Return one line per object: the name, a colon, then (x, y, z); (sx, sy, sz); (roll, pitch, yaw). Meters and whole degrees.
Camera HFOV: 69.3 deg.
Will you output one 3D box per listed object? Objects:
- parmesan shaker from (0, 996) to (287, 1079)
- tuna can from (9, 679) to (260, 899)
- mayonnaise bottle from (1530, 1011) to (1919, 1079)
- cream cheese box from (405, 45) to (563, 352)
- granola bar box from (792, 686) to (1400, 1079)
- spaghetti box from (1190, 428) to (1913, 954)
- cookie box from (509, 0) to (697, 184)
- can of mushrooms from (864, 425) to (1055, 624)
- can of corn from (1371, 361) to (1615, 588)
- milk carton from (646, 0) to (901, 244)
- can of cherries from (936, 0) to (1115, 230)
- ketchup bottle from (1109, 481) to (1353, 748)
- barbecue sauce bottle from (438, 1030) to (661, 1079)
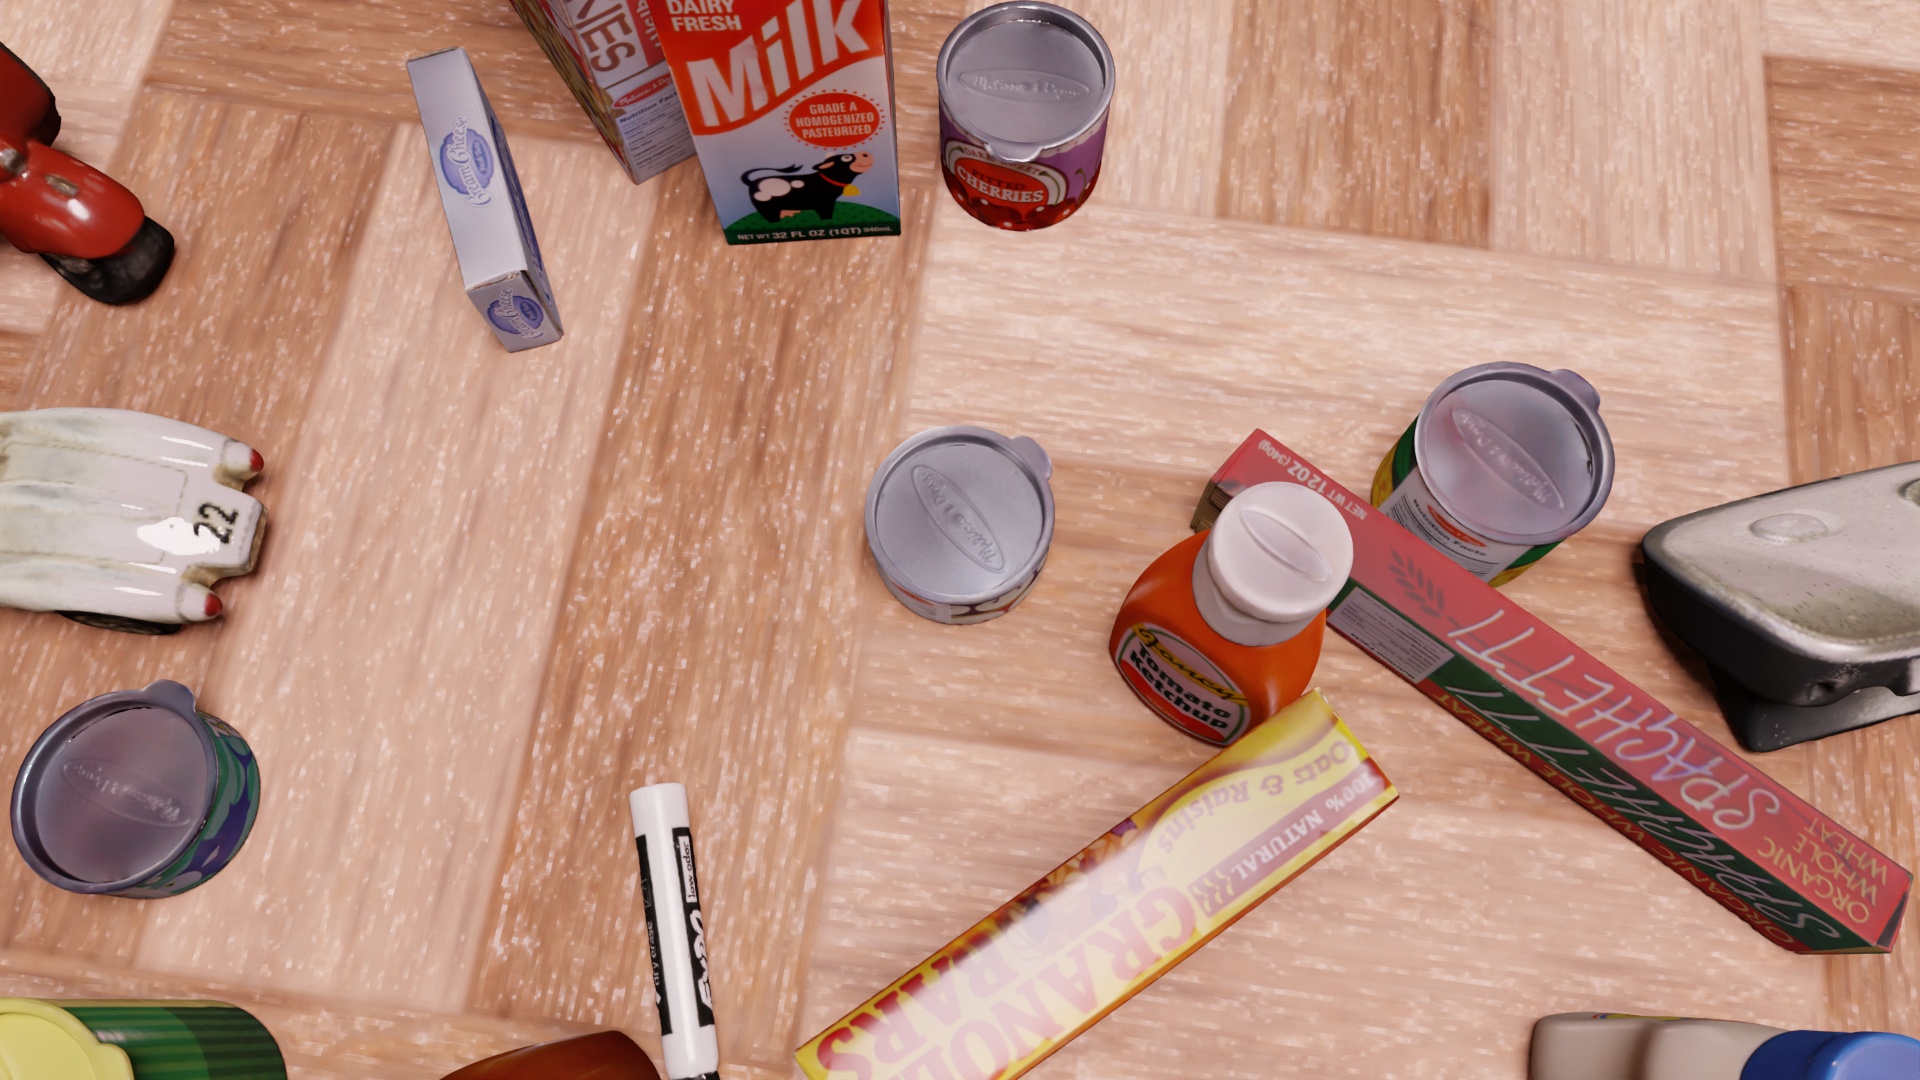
parmesan shaker: (-0.245, 0.165, 0.399); (0.071, 0.102, 0.071); (0, 71, 0)
tuna can: (-0.272, 0.083, 0.464); (0.071, 0.032, 0.071); (0, 71, 0)
mayonnaise bottle: (0.213, 0.152, 0.382); (0.065, 0.147, 0.041); (10, 72, 3)
cream cheese box: (-0.180, -0.128, 0.527); (0.024, 0.053, 0.104); (-18, 72, -6)
granola bar box: (0.038, 0.115, 0.406); (0.166, 0.124, 0.039); (-33, 75, -11)
spaghetti box: (0.190, 0.050, 0.468); (0.250, 0.050, 0.029); (36, 75, 11)
cookie box: (-0.150, -0.226, 0.500); (0.040, 0.167, 0.123); (-32, 74, -10)
can of mushrooms: (0.002, -0.006, 0.496); (0.071, 0.033, 0.071); (0, 71, 0)
can of corn: (0.186, -0.022, 0.489); (0.071, 0.058, 0.071); (0, 71, 0)
milk carton: (-0.061, -0.182, 0.473); (0.072, 0.190, 0.073); (-3, 72, -1)
can of cherries: (0.023, -0.160, 0.536); (0.071, 0.058, 0.071); (0, 71, 0)
ketchup bottle: (0.083, 0.023, 0.425); (0.065, 0.148, 0.043); (38, 75, 12)
barbecue sauce bottle: (-0.124, 0.164, 0.376); (0.065, 0.148, 0.044); (-40, 76, -12)
